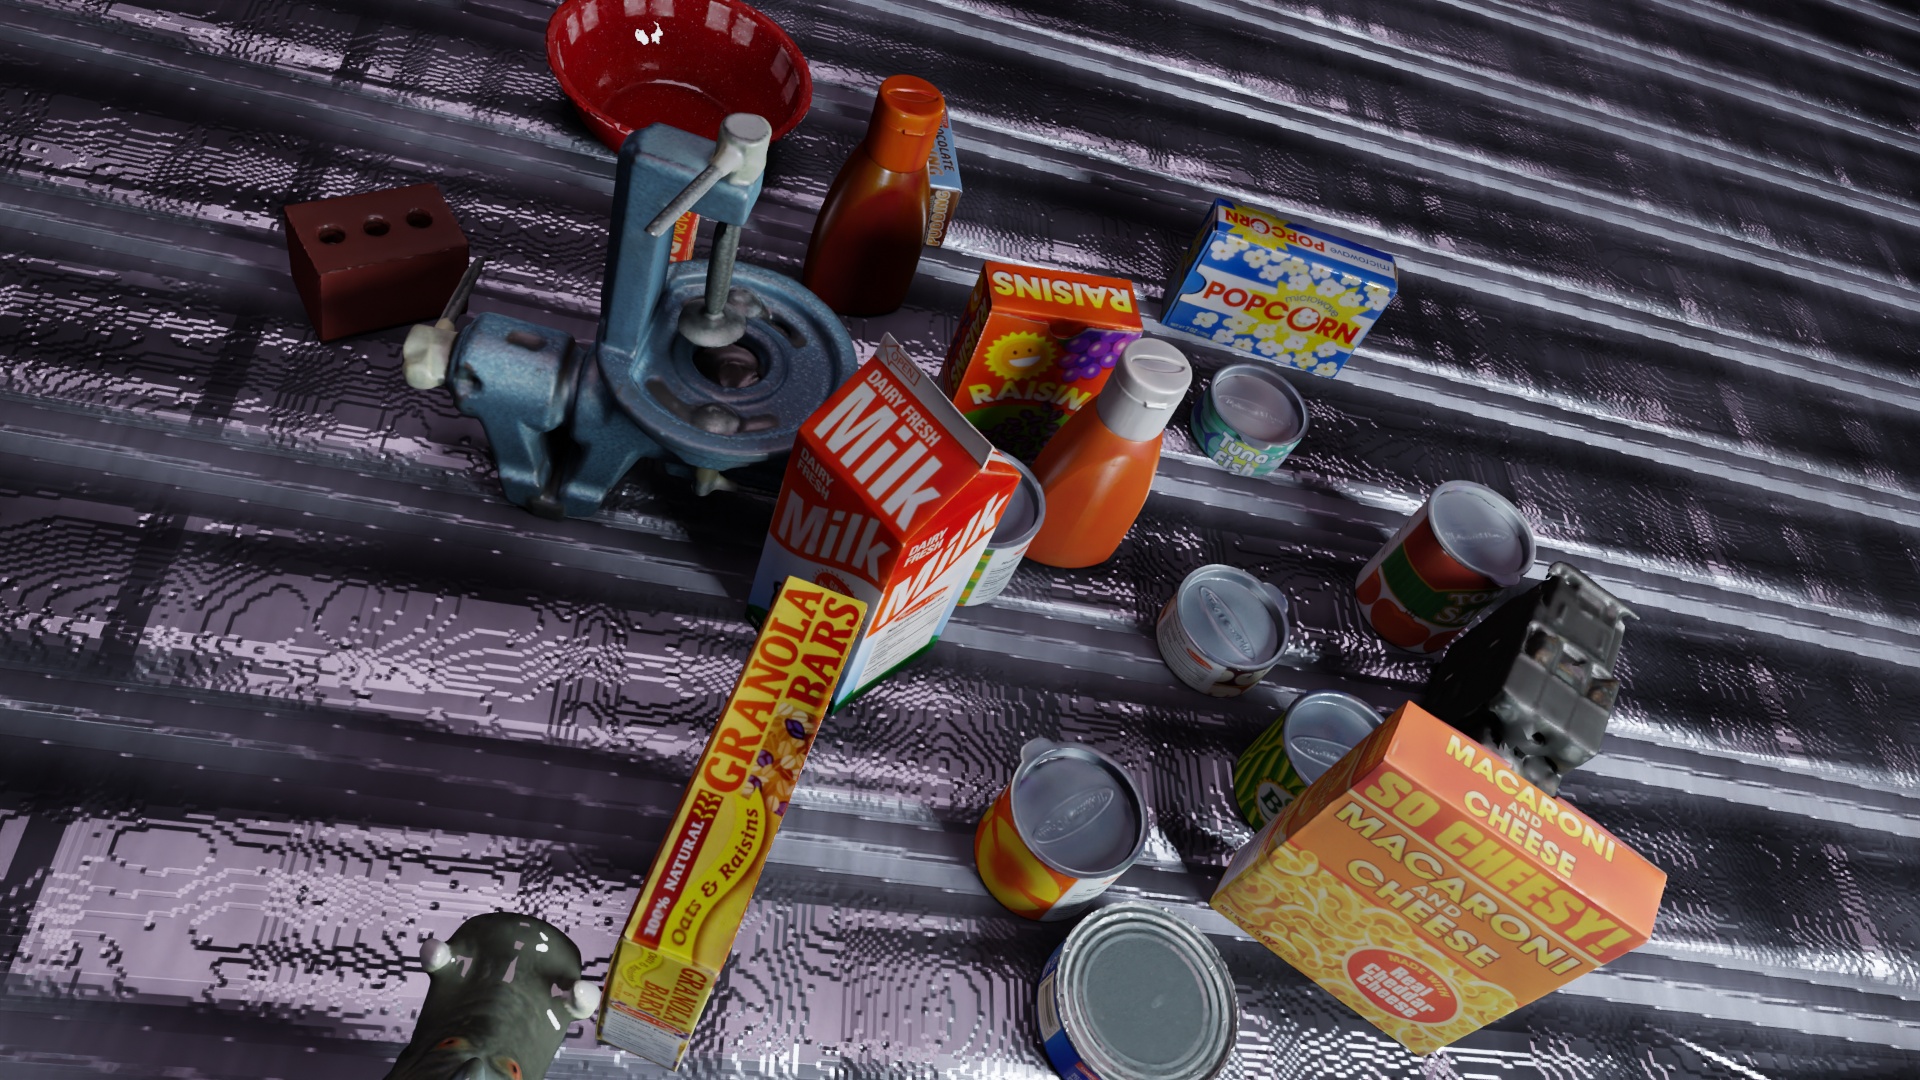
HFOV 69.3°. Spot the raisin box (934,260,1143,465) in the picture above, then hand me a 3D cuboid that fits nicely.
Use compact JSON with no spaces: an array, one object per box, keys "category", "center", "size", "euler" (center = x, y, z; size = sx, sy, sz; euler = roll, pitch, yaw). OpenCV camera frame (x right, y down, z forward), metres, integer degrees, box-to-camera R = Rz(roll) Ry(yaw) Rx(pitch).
[{"category":"raisin box","center":[0.037,-0.093,0.762],"size":[0.086,0.122,0.040],"euler":[5,54,-16]}]

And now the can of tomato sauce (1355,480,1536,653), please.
[{"category":"can of tomato sauce","center":[0.276,0.018,0.793],"size":[0.071,0.082,0.071],"euler":[10,53,-13]}]

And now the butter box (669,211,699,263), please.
[{"category":"butter box","center":[-0.168,-0.134,0.763],"size":[0.024,0.052,0.104],"euler":[14,52,-10]}]

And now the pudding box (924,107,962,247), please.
[{"category":"pudding box","center":[-0.023,-0.236,0.892],"size":[0.030,0.049,0.084],"euler":[4,54,-17]}]

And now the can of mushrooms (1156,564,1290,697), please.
[{"category":"can of mushrooms","center":[0.144,0.049,0.755],"size":[0.071,0.033,0.071],"euler":[10,53,-13]}]

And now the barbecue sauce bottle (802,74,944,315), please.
[{"category":"barbecue sauce bottle","center":[-0.046,-0.193,0.789],"size":[0.065,0.147,0.044],"euler":[1,55,-19]}]

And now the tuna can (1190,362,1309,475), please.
[{"category":"tuna can","center":[0.177,-0.073,0.856],"size":[0.071,0.032,0.071],"euler":[10,53,-13]}]

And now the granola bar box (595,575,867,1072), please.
[{"category":"granola bar box","center":[-0.094,0.113,0.564],"size":[0.039,0.123,0.166],"euler":[22,51,-3]}]

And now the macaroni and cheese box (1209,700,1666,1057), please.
[{"category":"macaroni and cheese box","center":[0.201,0.154,0.614],"size":[0.124,0.165,0.040],"euler":[35,51,7]}]

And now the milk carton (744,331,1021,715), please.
[{"category":"milk carton","center":[-0.035,-0.007,0.630],"size":[0.074,0.189,0.072],"euler":[-31,70,-34]}]

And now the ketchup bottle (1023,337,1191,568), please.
[{"category":"ketchup bottle","center":[0.075,-0.042,0.722],"size":[0.065,0.148,0.044],"euler":[6,54,-16]}]

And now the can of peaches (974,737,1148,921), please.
[{"category":"can of peaches","center":[0.044,0.133,0.641],"size":[0.071,0.057,0.071],"euler":[10,53,-13]}]

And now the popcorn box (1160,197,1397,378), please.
[{"category":"popcorn box","center":[0.204,-0.161,0.897],"size":[0.127,0.084,0.038],"euler":[16,52,-8]}]

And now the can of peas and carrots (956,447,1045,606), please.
[{"category":"can of peas and carrots","center":[0.003,-0.009,0.730],"size":[0.071,0.058,0.071],"euler":[10,53,-13]}]

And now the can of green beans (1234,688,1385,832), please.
[{"category":"can of green beans","center":[0.180,0.117,0.702],"size":[0.071,0.057,0.071],"euler":[10,53,-13]}]
